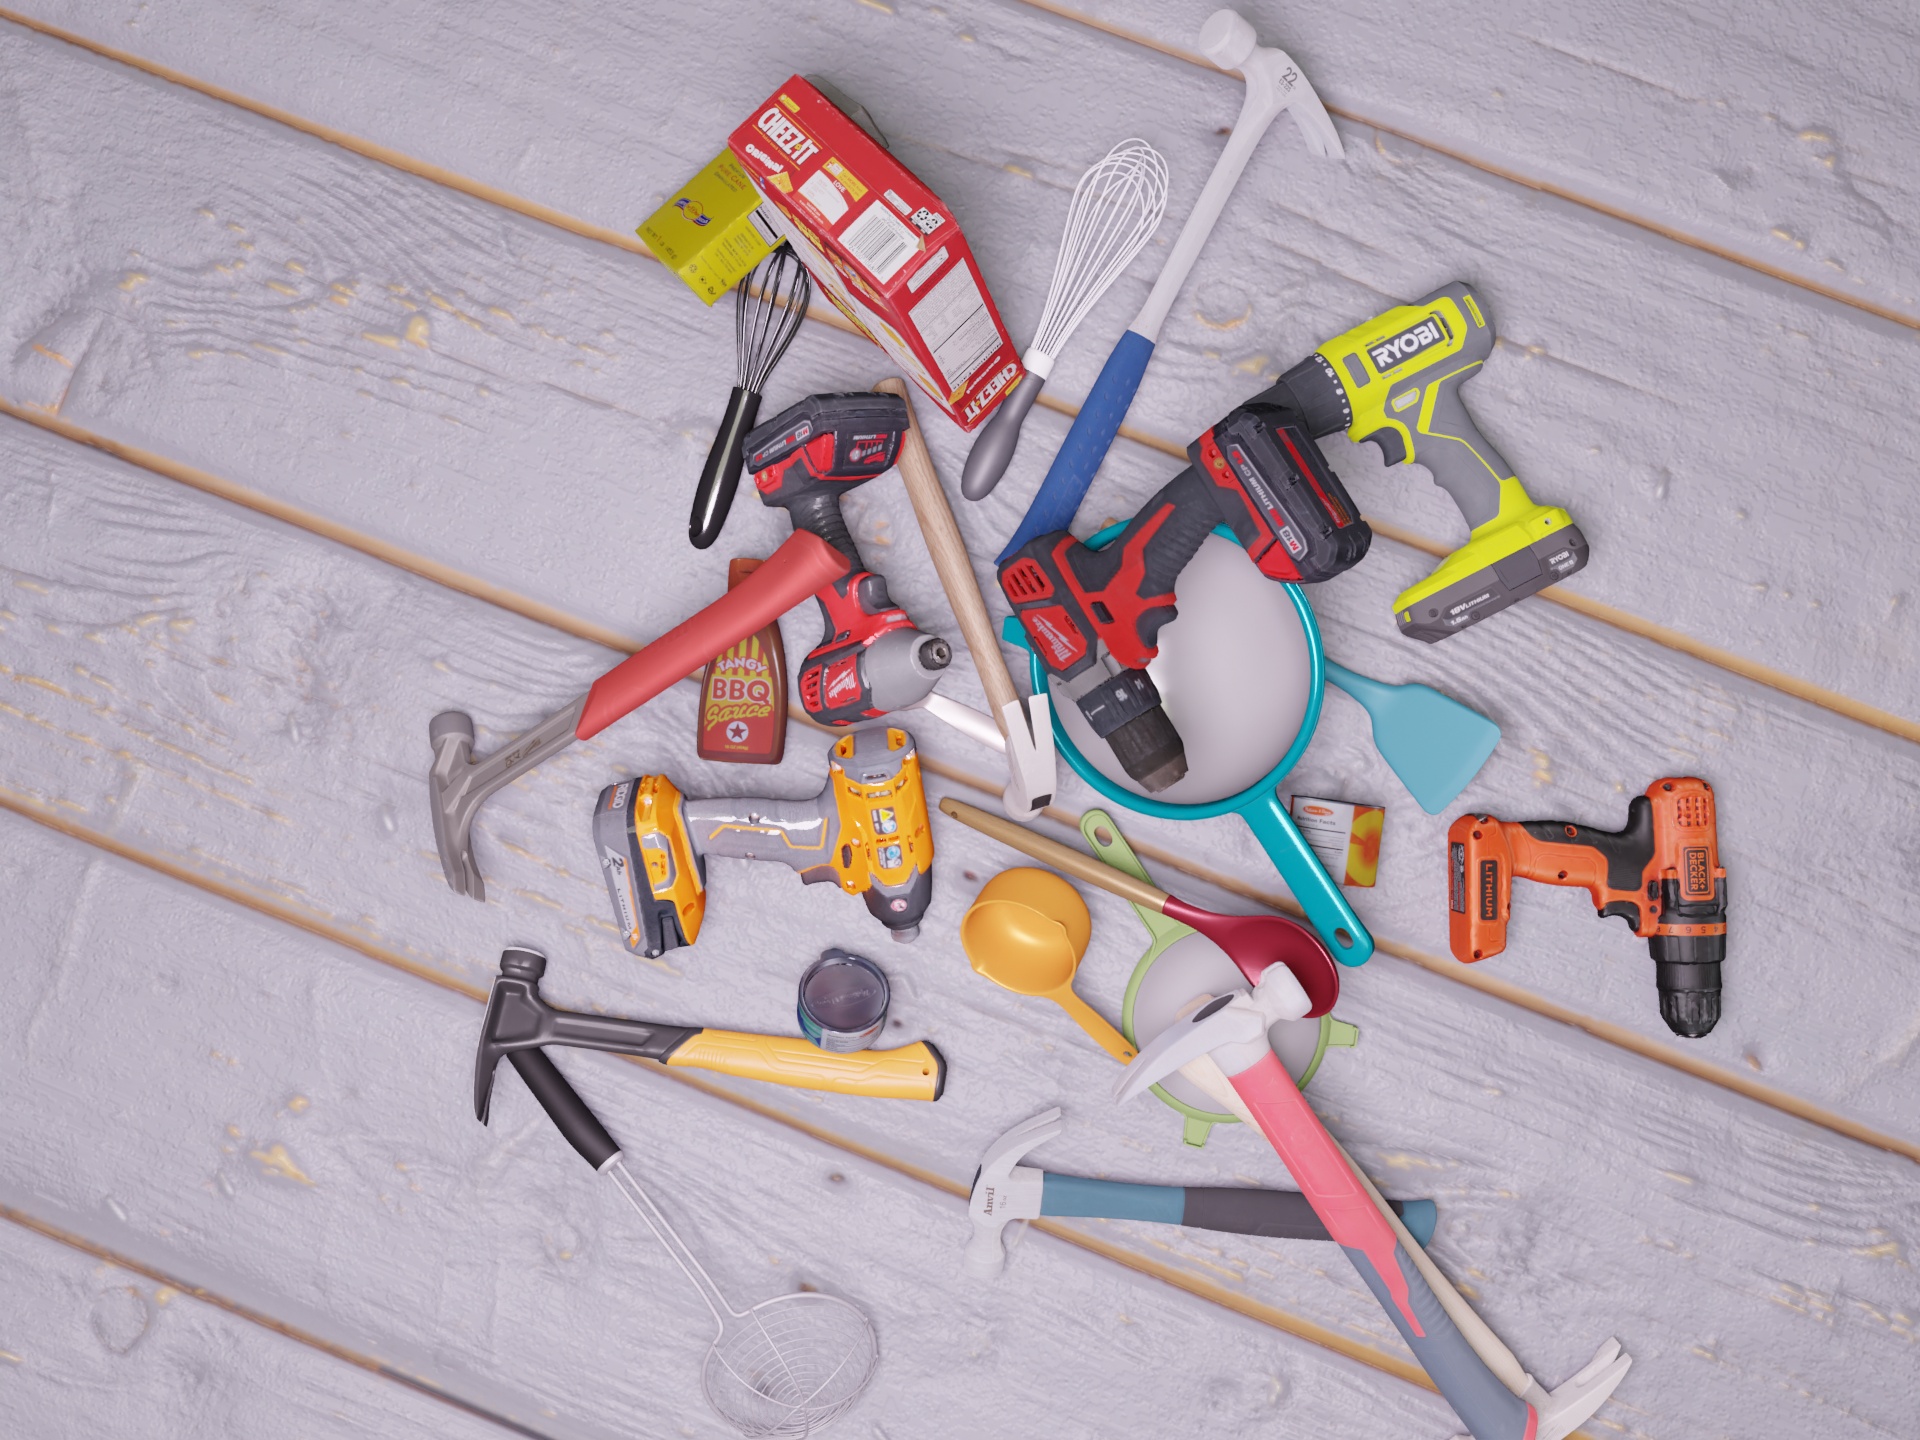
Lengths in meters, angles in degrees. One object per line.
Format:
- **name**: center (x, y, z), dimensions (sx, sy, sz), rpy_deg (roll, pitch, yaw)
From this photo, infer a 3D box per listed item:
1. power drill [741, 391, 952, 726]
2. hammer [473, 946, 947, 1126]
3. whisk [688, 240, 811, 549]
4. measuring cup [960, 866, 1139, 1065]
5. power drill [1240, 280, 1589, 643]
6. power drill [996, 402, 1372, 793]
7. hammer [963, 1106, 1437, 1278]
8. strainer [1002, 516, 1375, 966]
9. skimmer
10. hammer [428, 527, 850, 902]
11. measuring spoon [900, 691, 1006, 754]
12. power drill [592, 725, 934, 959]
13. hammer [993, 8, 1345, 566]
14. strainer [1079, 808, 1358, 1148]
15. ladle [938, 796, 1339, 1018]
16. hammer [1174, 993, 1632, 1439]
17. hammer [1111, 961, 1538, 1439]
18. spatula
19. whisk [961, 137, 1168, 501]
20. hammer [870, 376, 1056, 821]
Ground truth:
- **power drill**: center (-0.073, -0.111, 1.116), dimensions (0.078, 0.143, 0.220), rpy_deg (-11, 87, -39)
- **hammer**: center (-0.178, 0.246, 1.149), dimensions (0.337, 0.034, 0.127), rpy_deg (7, 64, 0)
- **whisk**: center (-0.160, -0.241, 1.170), dimensions (0.055, 0.055, 0.239), rpy_deg (18, 94, 3)
- **measuring cup**: center (0.078, 0.176, 1.139), dimensions (0.173, 0.052, 0.095), rpy_deg (46, 132, -12)
- **power drill**: center (0.319, -0.174, 1.129), dimensions (0.190, 0.080, 0.228), rpy_deg (-27, 85, 2)
- **power drill**: center (0.147, -0.075, 1.018), dimensions (0.226, 0.080, 0.188), rpy_deg (-34, 84, 32)
- **hammer**: center (0.172, 0.350, 1.137), dimensions (0.331, 0.033, 0.128), rpy_deg (5, 106, 0)
- **strainer**: center (0.195, 0.011, 1.107), dimensions (0.211, 0.095, 0.340), rpy_deg (-35, 85, 29)
- **skimmer**: center (-0.208, 0.368, 1.166), dimensions (0.127, 0.090, 0.363), rpy_deg (-44, 77, 4)
- **hammer**: center (-0.226, -0.017, 1.097), dimensions (0.359, 0.036, 0.149), rpy_deg (-30, 58, 18)
- **measuring spoon**: center (-0.002, -0.004, 1.168), dimensions (0.124, 0.018, 0.034), rpy_deg (27, 90, 2)
- **power drill**: center (-0.131, 0.101, 1.133), dimensions (0.226, 0.084, 0.164), rpy_deg (-10, 114, 0)
- **hammer**: center (0.139, -0.281, 1.138), dimensions (0.144, 0.035, 0.405), rpy_deg (22, 99, -38)
- **strainer**: center (0.163, 0.173, 1.131), dimensions (0.151, 0.069, 0.256), rpy_deg (-34, 89, 2)
- **ladle**: center (0.120, 0.120, 1.113), dimensions (0.315, 0.031, 0.069), rpy_deg (24, 123, 22)
- **hammer**: center (0.293, 0.345, 1.099), dimensions (0.146, 0.038, 0.410), rpy_deg (-39, 98, 3)
- **hammer**: center (0.257, 0.353, 1.061), dimensions (0.143, 0.038, 0.386), rpy_deg (-34, 98, 2)
- **spatula**: center (0.234, -0.054, 1.146), dimensions (0.317, 0.044, 0.082), rpy_deg (34, 118, 5)
- **whisk**: center (0.070, -0.288, 1.154), dimensions (0.070, 0.070, 0.284), rpy_deg (28, 95, 3)
- **hammer**: center (0.001, -0.094, 1.129), dimensions (0.031, 0.130, 0.331), rpy_deg (-18, 78, -9)
